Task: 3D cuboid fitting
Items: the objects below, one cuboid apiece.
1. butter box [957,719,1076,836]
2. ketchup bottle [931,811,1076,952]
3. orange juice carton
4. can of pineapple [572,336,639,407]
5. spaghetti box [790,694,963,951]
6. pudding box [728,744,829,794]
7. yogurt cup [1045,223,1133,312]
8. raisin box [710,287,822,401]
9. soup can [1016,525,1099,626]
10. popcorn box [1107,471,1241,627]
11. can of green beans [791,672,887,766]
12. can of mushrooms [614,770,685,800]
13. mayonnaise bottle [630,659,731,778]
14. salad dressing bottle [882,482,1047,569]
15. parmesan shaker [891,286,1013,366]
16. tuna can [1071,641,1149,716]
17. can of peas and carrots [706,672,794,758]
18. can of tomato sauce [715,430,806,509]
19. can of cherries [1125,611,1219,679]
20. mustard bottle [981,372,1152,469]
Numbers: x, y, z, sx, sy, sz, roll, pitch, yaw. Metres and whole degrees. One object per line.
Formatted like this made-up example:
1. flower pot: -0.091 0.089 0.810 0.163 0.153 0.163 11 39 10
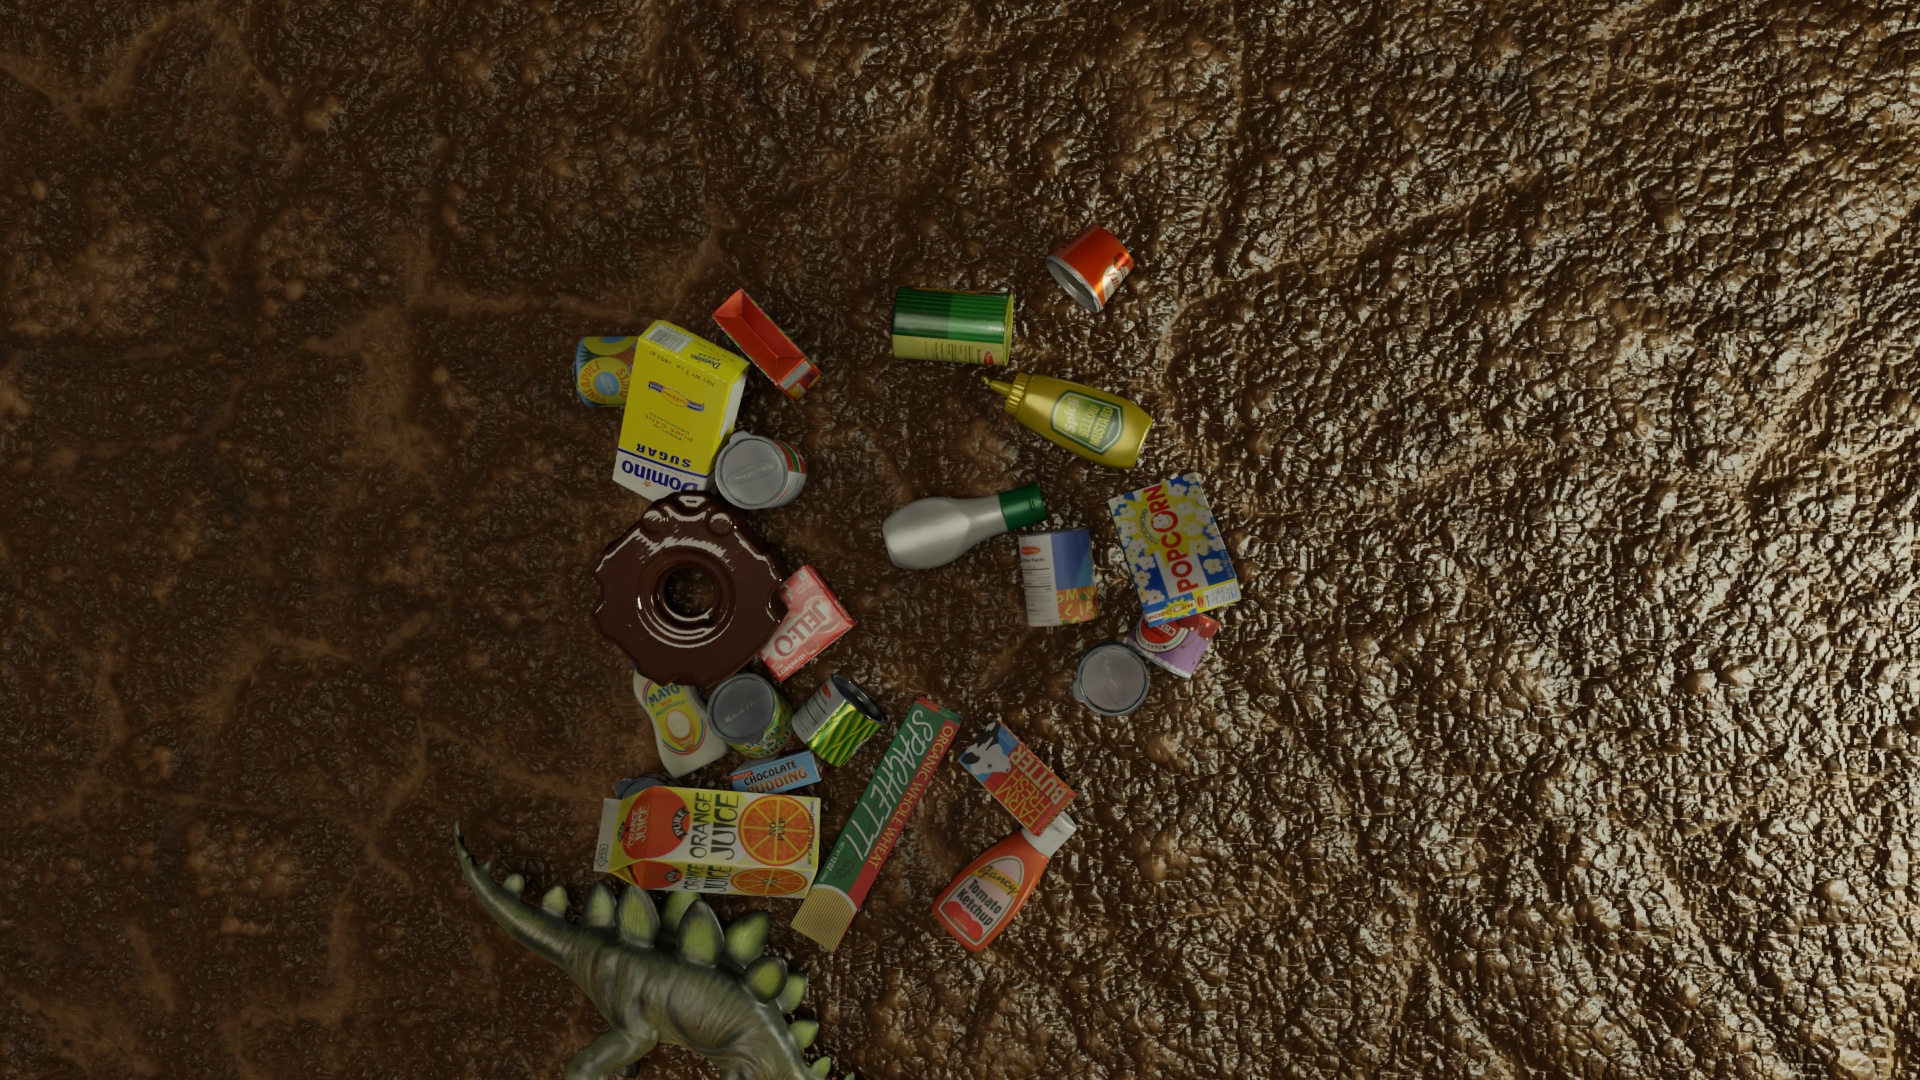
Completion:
1. butter box: 0.051 0.216 1.265 0.104 0.024 0.053 41 91 27
2. ketchup bottle: 0.044 0.305 1.278 0.065 0.043 0.148 43 94 9
3. orange juice carton: -0.227 0.271 1.250 0.193 0.072 0.072 7 54 -12
4. can of pineapple: -0.320 -0.156 1.289 0.058 0.071 0.071 0 92 5
5. spaghetti box: -0.078 0.263 1.296 0.050 0.029 0.249 29 94 3
6. pudding box: -0.168 0.215 1.293 0.084 0.050 0.030 -16 92 6
7. yogurt cup: 0.118 -0.247 1.249 0.072 0.072 0.054 44 87 3
8. raisin box: -0.171 -0.174 1.246 0.040 0.123 0.086 -44 88 -1
9. soup can: 0.091 0.032 1.257 0.071 0.071 0.083 -7 92 6
10. popcorn box: 0.187 0.008 1.226 0.085 0.038 0.127 -18 51 6
11. can of green beans: -0.113 0.165 1.278 0.071 0.071 0.058 43 96 3
12. can of mushrooms: -0.293 0.251 1.314 0.071 0.033 0.071 0 92 6
13. mayonnaise bottle: -0.274 0.145 1.305 0.065 0.041 0.148 -27 89 2
14. salad dressing bottle: 0.005 -0.016 1.275 0.148 0.044 0.064 -15 88 5
15. parmesan shaker: -0.007 -0.196 1.257 0.103 0.071 0.071 6 92 6
16. tuna can: 0.136 0.127 1.270 0.071 0.033 0.071 0 91 5
17. can of peas and carrots: -0.190 0.164 1.278 0.071 0.058 0.071 -5 65 11
18. can of tomato sauce: -0.182 -0.064 1.271 0.071 0.083 0.071 0 92 6
19. can of cherries: 0.189 0.083 1.245 0.071 0.071 0.058 29 94 4
20. mustard bottle: 0.091 -0.116 1.261 0.160 0.049 0.065 21 92 4
